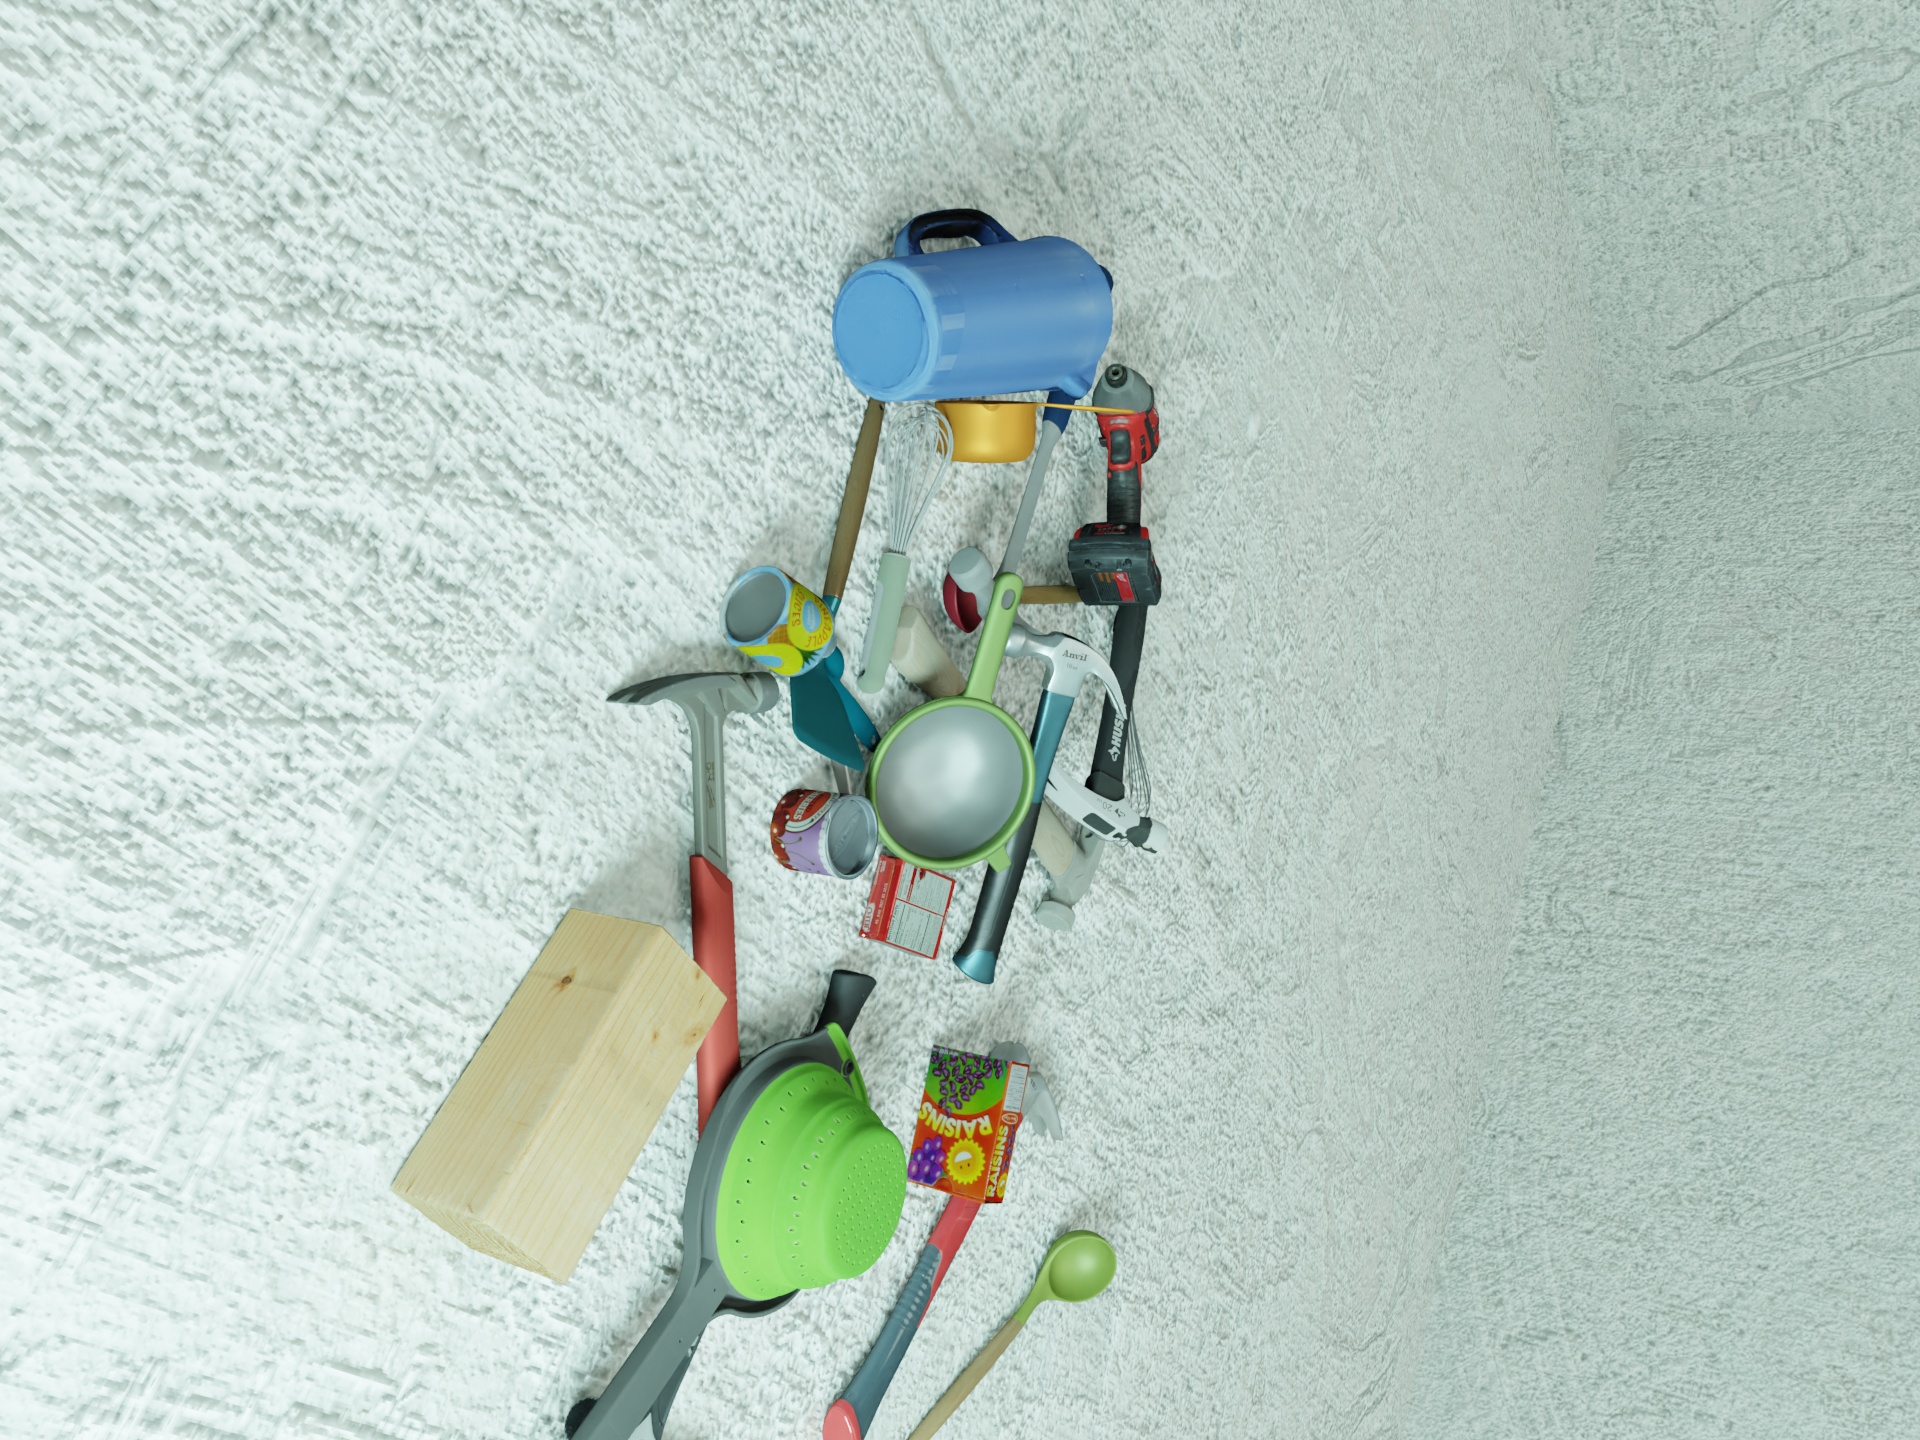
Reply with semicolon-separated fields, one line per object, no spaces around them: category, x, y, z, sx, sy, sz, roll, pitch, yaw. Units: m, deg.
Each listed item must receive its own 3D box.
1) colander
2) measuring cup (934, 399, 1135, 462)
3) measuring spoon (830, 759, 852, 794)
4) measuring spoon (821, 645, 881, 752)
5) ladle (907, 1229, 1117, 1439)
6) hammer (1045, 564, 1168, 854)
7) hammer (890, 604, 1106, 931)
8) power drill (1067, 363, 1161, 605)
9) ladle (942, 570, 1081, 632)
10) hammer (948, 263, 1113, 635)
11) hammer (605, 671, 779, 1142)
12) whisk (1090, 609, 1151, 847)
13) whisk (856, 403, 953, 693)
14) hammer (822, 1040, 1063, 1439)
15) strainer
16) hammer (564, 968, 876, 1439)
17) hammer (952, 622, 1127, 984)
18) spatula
colander;-0.142;0.394;1.119;0.397;0.094;0.204;-52;138;-41
measuring cup;0.063;-0.247;1.368;0.095;0.173;0.052;-113;-156;-76
measuring spoon;-0.101;0.047;1.273;0.018;0.034;0.124;-20;106;-35
measuring spoon;-0.087;-0.016;1.286;0.128;0.021;0.042;57;48;-40
ladle;0.050;0.604;1.540;0.320;0.062;0.078;-32;118;-47
hammer;0.152;-0.037;1.554;0.146;0.035;0.335;27;52;-19
hammer;0.040;0.030;1.473;0.410;0.038;0.146;56;48;-43
power drill;0.155;-0.231;1.542;0.143;0.078;0.220;56;37;-67
ladle;0.066;-0.120;1.503;0.315;0.031;0.069;-8;99;-58
hammer;0.083;-0.257;1.472;0.143;0.035;0.406;50;49;-47
hammer;-0.185;0.145;1.146;0.149;0.037;0.359;-11;102;-56
whisk;0.164;-0.002;1.605;0.070;0.070;0.285;49;40;-47
whisk;-0.052;-0.142;1.311;0.059;0.058;0.246;14;84;-22
hammer;-0.011;0.487;1.449;0.386;0.038;0.143;-57;139;-36
strainer;-0.002;-0.004;1.338;0.151;0.069;0.256;13;97;-24
hammer;-0.157;0.371;1.217;0.149;0.036;0.409;57;48;-44
hammer;0.054;0.081;1.416;0.128;0.033;0.331;12;105;-17
spatula;-0.086;-0.119;1.242;0.082;0.044;0.318;30;64;-47
